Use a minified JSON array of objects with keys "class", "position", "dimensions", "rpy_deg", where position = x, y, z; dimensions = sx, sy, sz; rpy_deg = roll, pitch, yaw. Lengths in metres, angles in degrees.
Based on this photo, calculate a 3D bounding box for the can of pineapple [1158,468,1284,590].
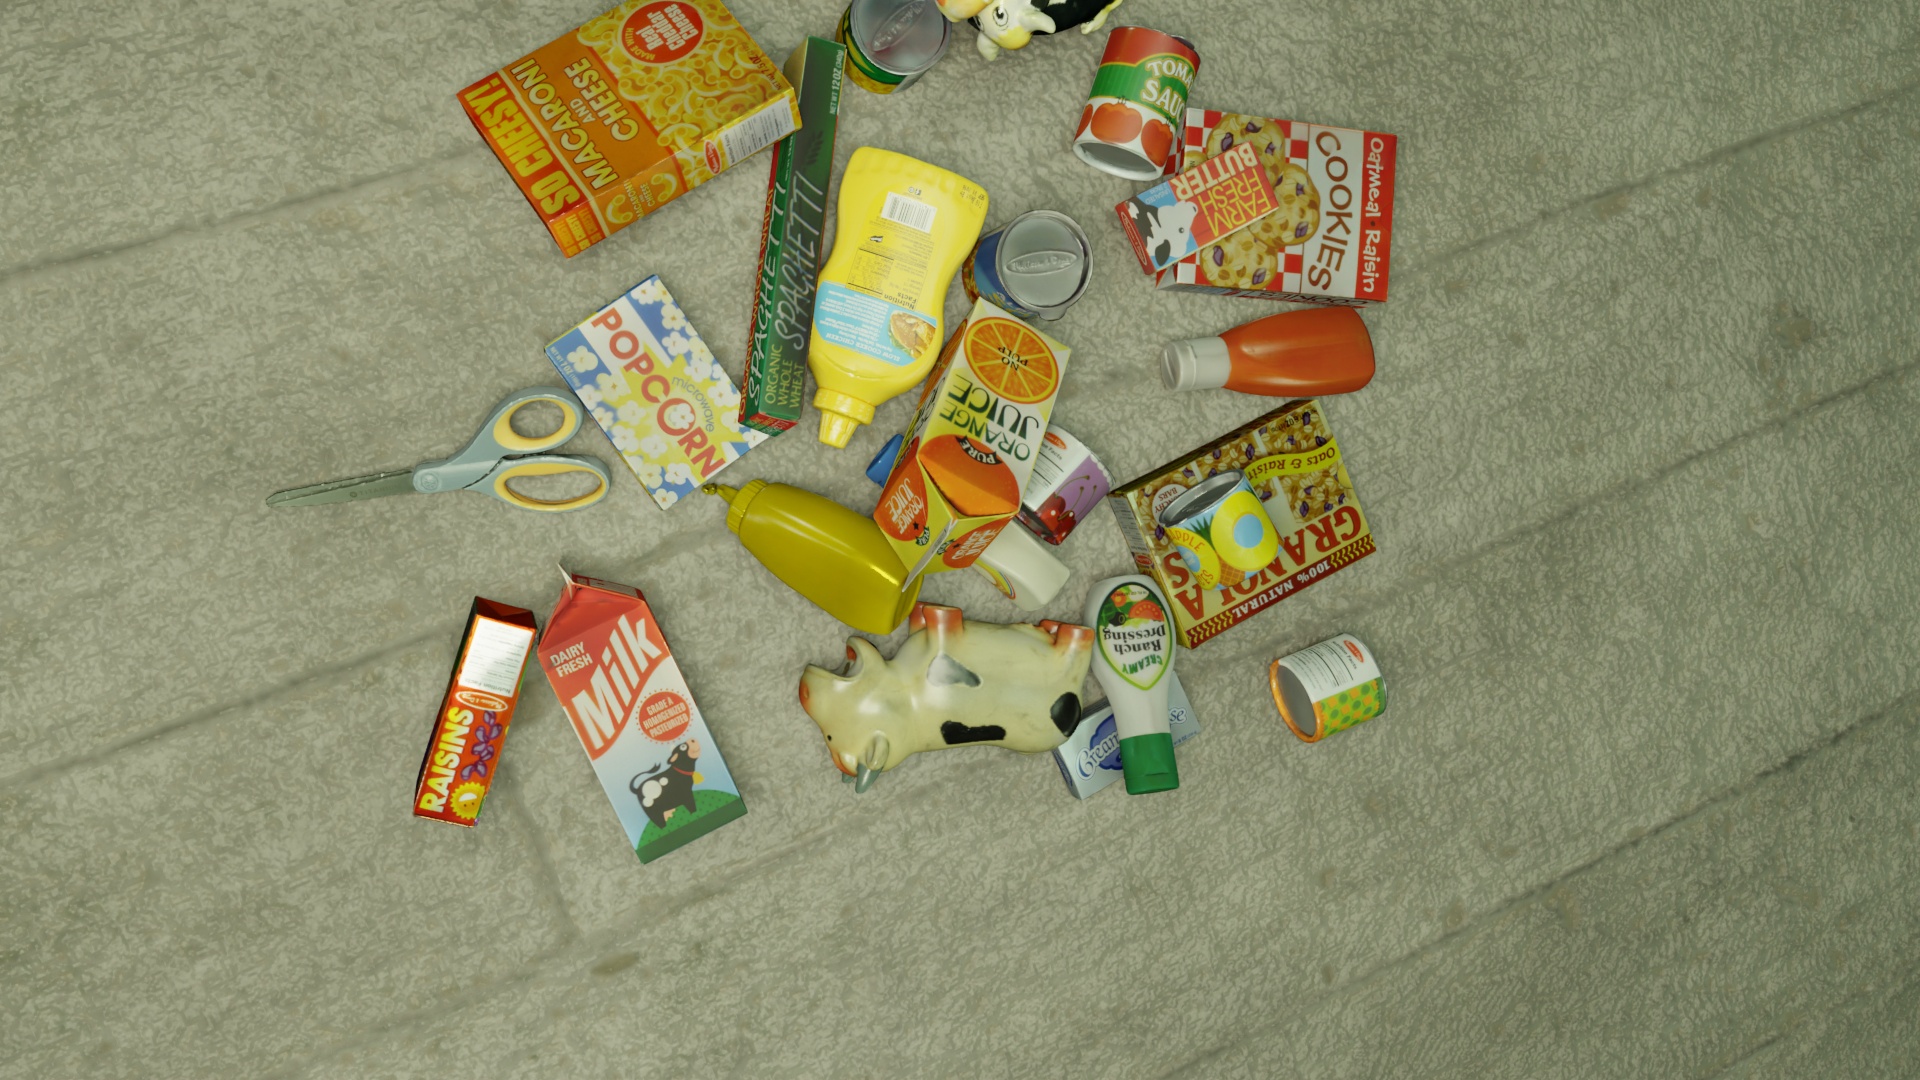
[{"class":"can of pineapple","position":[0.175,-0.006,0.939],"dimensions":[0.071,0.071,0.058],"rpy_deg":[-35,101,-11]}]

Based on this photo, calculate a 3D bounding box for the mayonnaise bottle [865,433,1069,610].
[{"class":"mayonnaise bottle","position":[0.003,-0.012,0.935],"dimensions":[0.148,0.064,0.041],"rpy_deg":[39,78,-10]}]

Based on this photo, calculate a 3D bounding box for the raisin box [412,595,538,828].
[{"class":"raisin box","position":[-0.294,0.102,0.842],"dimensions":[0.040,0.086,0.123],"rpy_deg":[18,88,-21]}]

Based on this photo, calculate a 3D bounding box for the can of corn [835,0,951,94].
[{"class":"can of corn","position":[-0.047,-0.332,0.904],"dimensions":[0.071,0.058,0.071],"rpy_deg":[-1,94,-16]}]

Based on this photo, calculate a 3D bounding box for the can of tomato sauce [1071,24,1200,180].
[{"class":"can of tomato sauce","position":[0.121,-0.297,0.948],"dimensions":[0.071,0.071,0.083],"rpy_deg":[19,88,-16]}]

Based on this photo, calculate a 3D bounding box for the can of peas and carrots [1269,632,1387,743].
[{"class":"can of peas and carrots","position":[0.267,0.110,1.015],"dimensions":[0.059,0.071,0.071],"rpy_deg":[-19,98,-13]}]

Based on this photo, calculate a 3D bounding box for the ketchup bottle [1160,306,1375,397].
[{"class":"ketchup bottle","position":[0.219,-0.132,0.995],"dimensions":[0.149,0.043,0.065],"rpy_deg":[-7,67,-15]}]

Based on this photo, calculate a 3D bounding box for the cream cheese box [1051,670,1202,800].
[{"class":"cream cheese box","position":[0.116,0.137,0.993],"dimensions":[0.104,0.024,0.053],"rpy_deg":[-28,99,-13]}]

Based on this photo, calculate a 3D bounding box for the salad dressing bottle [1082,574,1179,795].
[{"class":"salad dressing bottle","position":[0.122,0.100,0.960],"dimensions":[0.064,0.044,0.148],"rpy_deg":[-5,76,-9]}]

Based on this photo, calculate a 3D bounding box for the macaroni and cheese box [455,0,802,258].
[{"class":"macaroni and cheese box","position":[-0.200,-0.261,0.845],"dimensions":[0.167,0.040,0.124],"rpy_deg":[-33,68,-11]}]

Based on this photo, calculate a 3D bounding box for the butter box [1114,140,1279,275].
[{"class":"butter box","position":[0.161,-0.227,0.946],"dimensions":[0.104,0.024,0.053],"rpy_deg":[-29,99,-11]}]

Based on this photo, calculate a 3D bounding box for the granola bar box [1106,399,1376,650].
[{"class":"granola bar box","position":[0.205,-0.013,1.003],"dimensions":[0.166,0.039,0.124],"rpy_deg":[-26,100,-13]}]

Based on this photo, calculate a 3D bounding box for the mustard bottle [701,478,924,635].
[{"class":"mustard bottle","position":[-0.099,-0.001,0.893],"dimensions":[0.160,0.049,0.065],"rpy_deg":[30,129,15]}]

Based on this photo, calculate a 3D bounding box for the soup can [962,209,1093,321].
[{"class":"soup can","position":[0.043,-0.178,0.925],"dimensions":[0.071,0.084,0.071],"rpy_deg":[-1,94,-15]}]

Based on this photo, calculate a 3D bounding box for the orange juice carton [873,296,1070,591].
[{"class":"orange juice carton","position":[0.004,-0.056,0.875],"dimensions":[0.073,0.071,0.194],"rpy_deg":[28,50,-11]}]

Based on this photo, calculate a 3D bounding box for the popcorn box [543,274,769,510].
[{"class":"popcorn box","position":[-0.193,-0.093,0.885],"dimensions":[0.085,0.038,0.126],"rpy_deg":[-37,102,-12]}]

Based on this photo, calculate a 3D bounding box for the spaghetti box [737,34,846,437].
[{"class":"spaghetti box","position":[-0.106,-0.192,0.878],"dimensions":[0.029,0.050,0.250],"rpy_deg":[10,81,-24]}]

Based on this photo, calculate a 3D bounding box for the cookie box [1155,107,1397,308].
[{"class":"cookie box","position":[0.228,-0.236,0.997],"dimensions":[0.168,0.040,0.123],"rpy_deg":[2,92,-16]}]

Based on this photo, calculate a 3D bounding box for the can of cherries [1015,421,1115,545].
[{"class":"can of cherries","position":[0.063,-0.037,0.948],"dimensions":[0.071,0.071,0.058],"rpy_deg":[44,82,-14]}]

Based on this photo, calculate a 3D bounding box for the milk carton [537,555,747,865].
[{"class":"milk carton","position":[-0.209,0.097,0.873],"dimensions":[0.073,0.072,0.190],"rpy_deg":[-26,99,-13]}]
